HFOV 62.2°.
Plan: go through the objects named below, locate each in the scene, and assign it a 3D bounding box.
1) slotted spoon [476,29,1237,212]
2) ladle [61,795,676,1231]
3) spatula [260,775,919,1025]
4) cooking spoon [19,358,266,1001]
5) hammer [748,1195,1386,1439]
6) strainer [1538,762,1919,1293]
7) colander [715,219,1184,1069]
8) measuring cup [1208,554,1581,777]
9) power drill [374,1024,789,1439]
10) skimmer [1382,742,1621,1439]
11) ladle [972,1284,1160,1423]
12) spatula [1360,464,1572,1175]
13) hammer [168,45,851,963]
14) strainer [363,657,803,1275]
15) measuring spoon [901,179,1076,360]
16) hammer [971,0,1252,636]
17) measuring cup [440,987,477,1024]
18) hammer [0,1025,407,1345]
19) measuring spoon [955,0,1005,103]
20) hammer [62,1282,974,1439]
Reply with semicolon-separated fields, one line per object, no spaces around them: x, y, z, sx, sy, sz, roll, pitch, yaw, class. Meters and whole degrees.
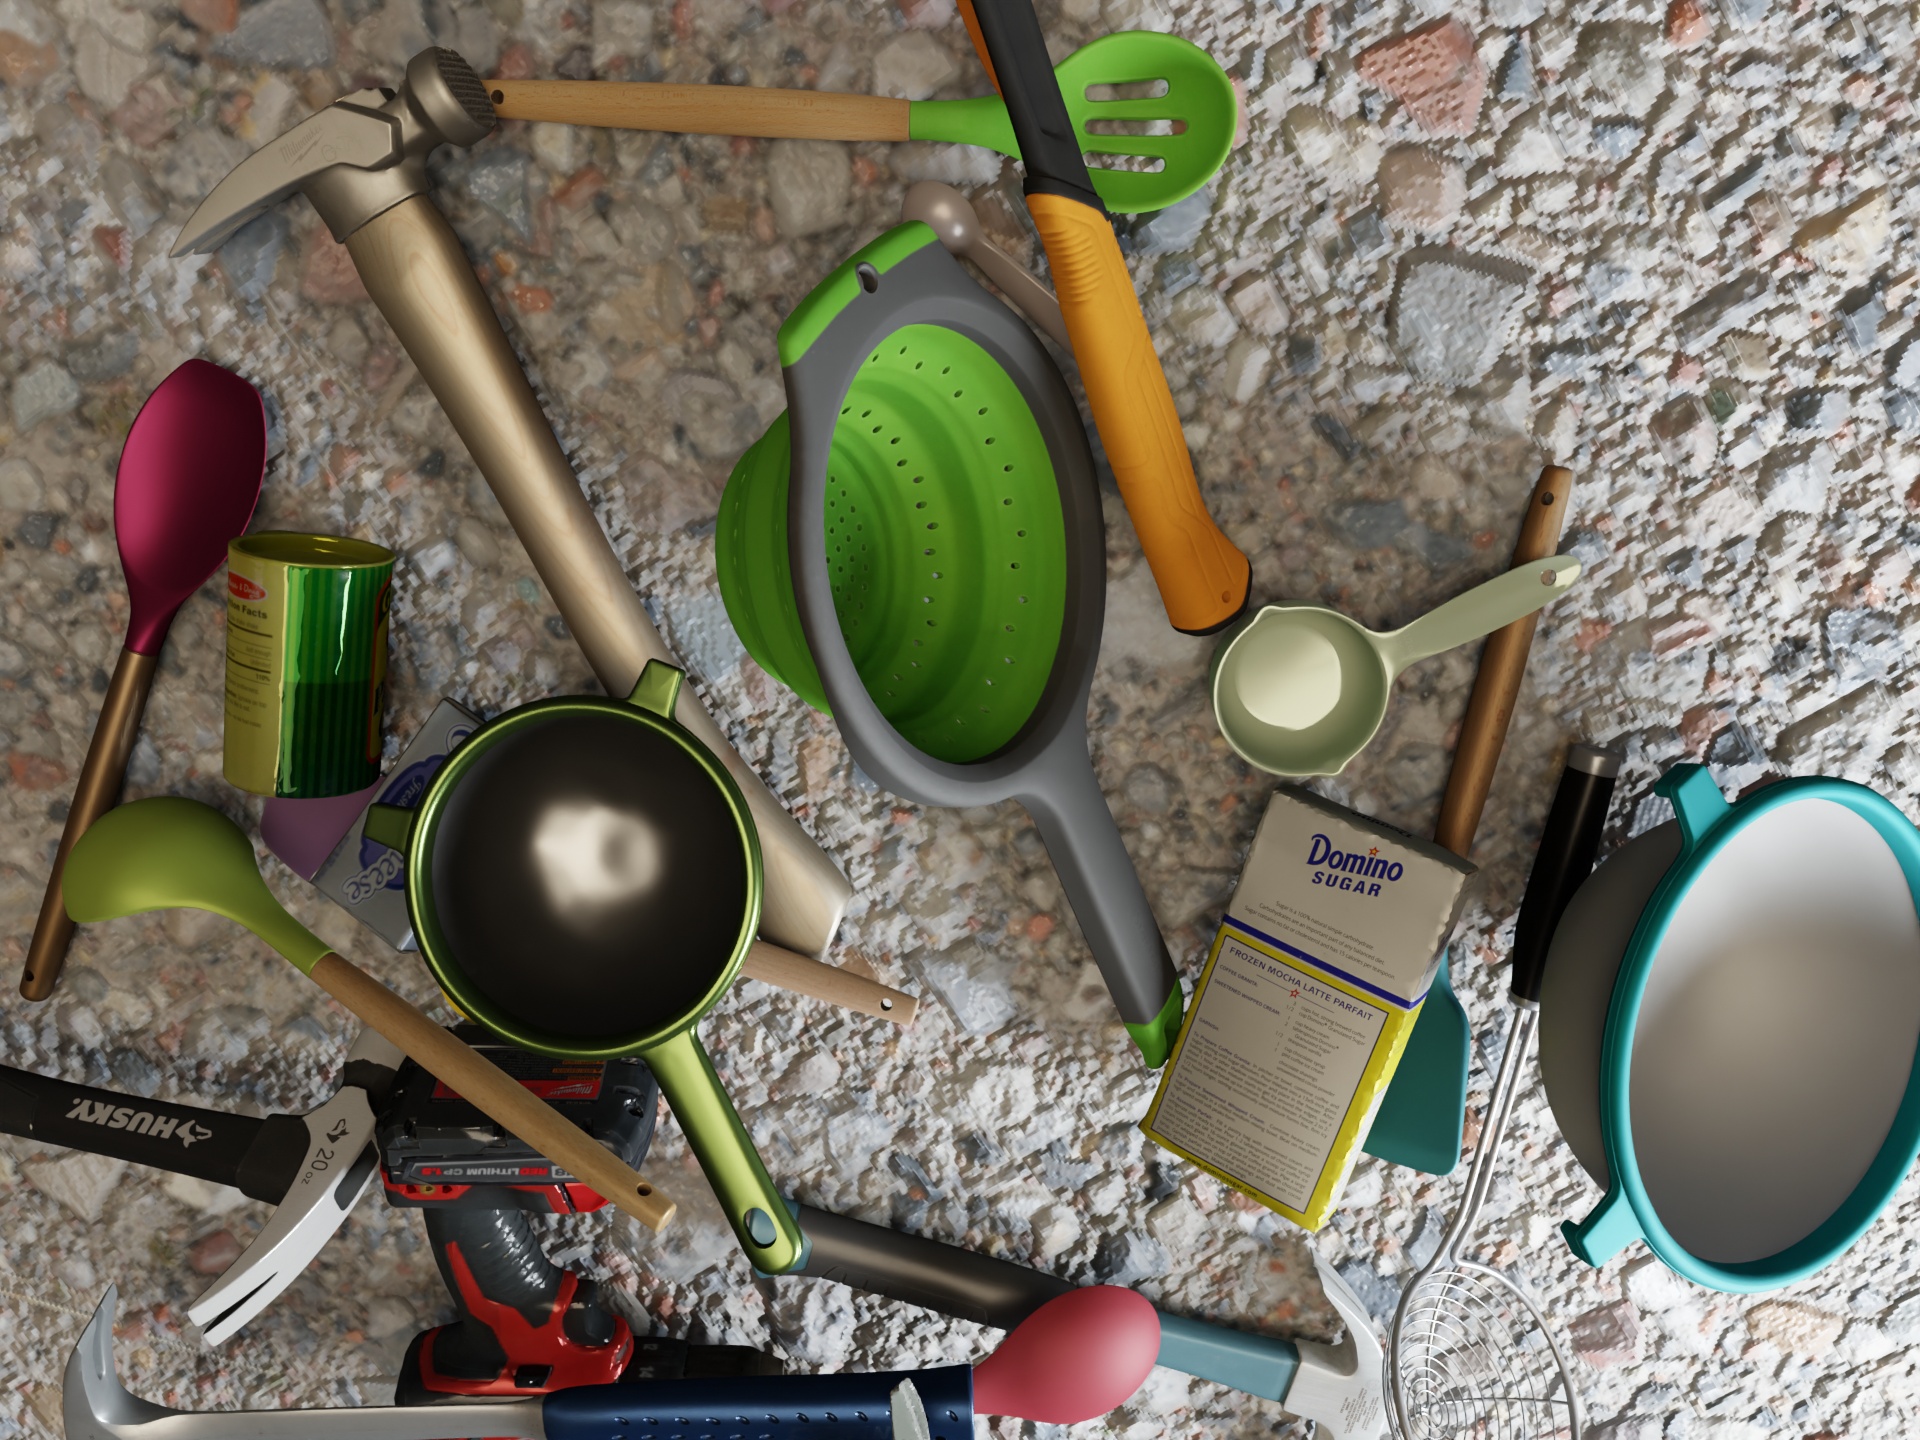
-0.046;-0.249;0.651;0.314;0.031;0.070;3;104;2;slotted spoon
-0.254;0.128;0.678;0.320;0.078;0.062;31;123;13;ladle
-0.170;0.085;0.722;0.316;0.018;0.060;17;89;5;spatula
-0.378;-0.010;0.720;0.069;0.017;0.319;26;104;8;cooking spoon
0.053;0.294;0.785;0.331;0.033;0.128;17;105;-3;hammer
0.369;0.134;0.704;0.340;0.095;0.211;11;90;-29;strainer
-0.001;-0.002;0.678;0.094;0.204;0.396;-1;126;36;colander
0.188;-0.035;0.698;0.167;0.038;0.083;-25;103;5;measuring cup
-0.175;0.258;0.748;0.188;0.080;0.226;1;115;-3;power drill
0.271;0.196;0.728;0.127;0.090;0.363;2;104;-36;skimmer
-0.056;0.334;0.754;0.315;0.031;0.069;-16;104;2;ladle
0.224;0.043;0.712;0.082;0.044;0.317;18;104;26;spatula
-0.173;-0.063;0.692;0.146;0.038;0.410;-24;105;15;hammer
-0.128;0.110;0.677;0.151;0.069;0.256;-27;91;6;strainer
0.023;-0.176;0.665;0.124;0.034;0.018;39;63;-12;measuring spoon
0.044;-0.175;0.618;0.127;0.034;0.336;-38;120;-26;hammer
-0.210;0.164;0.756;0.062;0.029;0.156;-7;102;3;measuring cup
-0.431;0.179;0.724;0.335;0.146;0.035;9;136;7;hammer
0.008;-0.287;0.630;0.021;0.011;0.117;-24;85;1;measuring spoon
-0.197;0.310;0.713;0.405;0.035;0.144;-2;119;0;hammer
